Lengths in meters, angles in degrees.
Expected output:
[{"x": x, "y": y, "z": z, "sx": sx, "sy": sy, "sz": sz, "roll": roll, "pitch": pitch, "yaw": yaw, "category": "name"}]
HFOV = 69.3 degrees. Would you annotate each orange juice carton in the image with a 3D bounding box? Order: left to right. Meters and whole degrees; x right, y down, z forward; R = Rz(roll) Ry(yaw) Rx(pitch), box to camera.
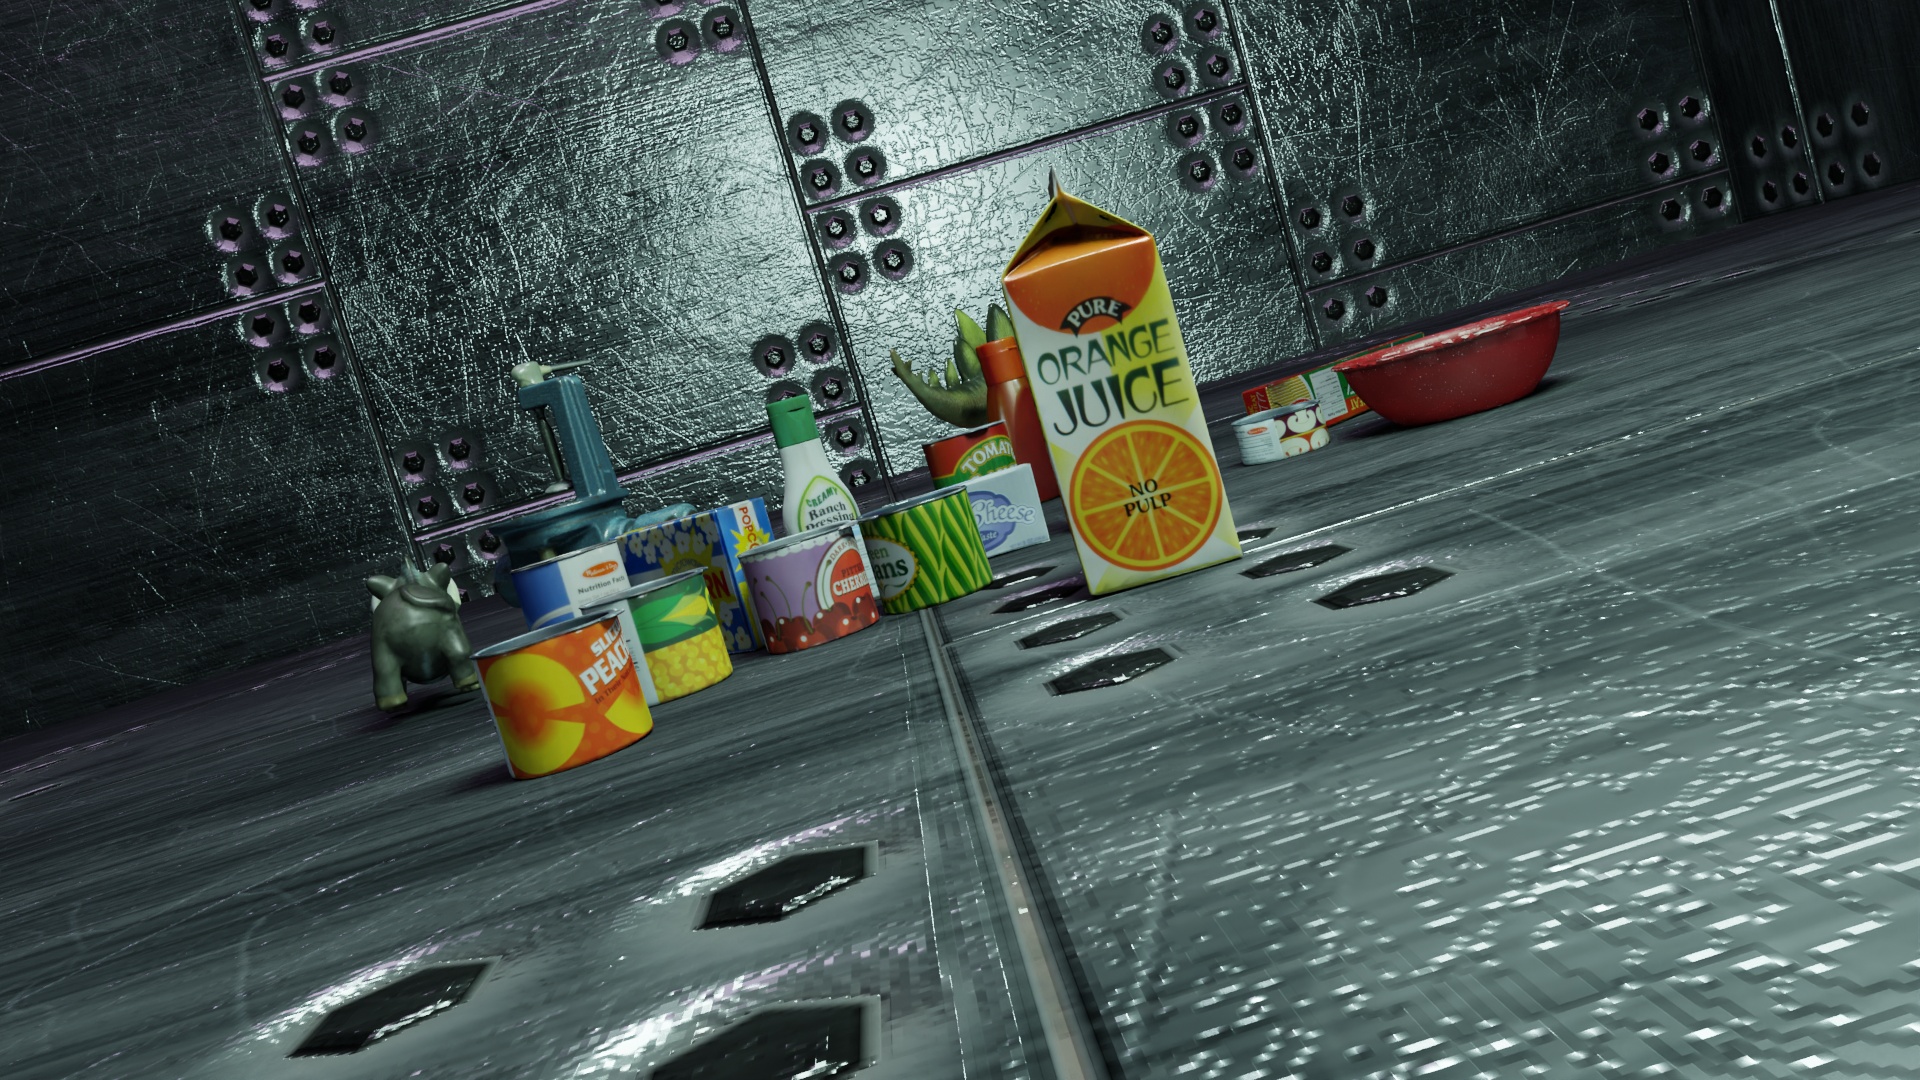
[{"x": 0.068, "y": -0.078, "z": 0.653, "sx": 0.073, "sy": 0.192, "sz": 0.072, "roll": -16, "pitch": 5, "yaw": 5, "category": "orange juice carton"}]

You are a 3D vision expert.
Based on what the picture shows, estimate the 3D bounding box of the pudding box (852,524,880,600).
[{"x": -0.075, "y": 0.018, "z": 0.876, "sx": 0.084, "sy": 0.049, "sz": 0.030, "roll": -17, "pitch": 5, "yaw": -11, "category": "pudding box"}]

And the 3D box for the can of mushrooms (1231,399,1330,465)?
[{"x": 0.238, "y": -0.080, "z": 1.023, "sx": 0.071, "sy": 0.033, "sz": 0.071, "roll": -16, "pitch": 5, "yaw": 2, "category": "can of mushrooms"}]

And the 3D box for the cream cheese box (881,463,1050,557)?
[{"x": 0.003, "y": -0.012, "z": 0.920, "sx": 0.104, "sy": 0.053, "sz": 0.024, "roll": -17, "pitch": 5, "yaw": -5, "category": "cream cheese box"}]

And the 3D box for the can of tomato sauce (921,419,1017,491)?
[{"x": 0.014, "y": -0.043, "z": 1.051, "sx": 0.071, "sy": 0.083, "sz": 0.071, "roll": -16, "pitch": 5, "yaw": 2, "category": "can of tomato sauce"}]

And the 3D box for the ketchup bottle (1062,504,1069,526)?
[{"x": 0.074, "y": -0.083, "z": 0.926, "sx": 0.043, "sy": 0.148, "sz": 0.065, "roll": -17, "pitch": 5, "yaw": -1, "category": "ketchup bottle"}]

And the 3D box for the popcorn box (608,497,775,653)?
[{"x": -0.158, "y": 0.026, "z": 0.848, "sx": 0.038, "sy": 0.085, "sz": 0.126, "roll": -21, "pitch": 7, "yaw": -43, "category": "popcorn box"}]

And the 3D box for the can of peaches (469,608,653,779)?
[{"x": -0.175, "y": 0.067, "z": 0.621, "sx": 0.071, "sy": 0.058, "sz": 0.071, "roll": -16, "pitch": 5, "yaw": 2, "category": "can of peaches"}]

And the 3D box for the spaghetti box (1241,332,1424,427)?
[{"x": 0.325, "y": -0.129, "z": 1.173, "sx": 0.251, "sy": 0.050, "sz": 0.028, "roll": -21, "pitch": 7, "yaw": -41, "category": "spaghetti box"}]

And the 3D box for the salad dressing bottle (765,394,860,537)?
[{"x": -0.123, "y": -0.045, "z": 1.145, "sx": 0.064, "sy": 0.147, "sz": 0.044, "roll": -19, "pitch": 5, "yaw": -25, "category": "salad dressing bottle"}]

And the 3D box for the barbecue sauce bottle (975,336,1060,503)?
[{"x": 0.051, "y": -0.106, "z": 1.237, "sx": 0.043, "sy": 0.148, "sz": 0.065, "roll": -12, "pitch": 7, "yaw": 45, "category": "barbecue sauce bottle"}]

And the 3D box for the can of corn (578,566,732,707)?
[{"x": -0.157, "y": 0.051, "z": 0.731, "sx": 0.071, "sy": 0.058, "sz": 0.071, "roll": -16, "pitch": 5, "yaw": 2, "category": "can of corn"}]

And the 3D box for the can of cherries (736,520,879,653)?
[{"x": -0.082, "y": 0.025, "z": 0.772, "sx": 0.071, "sy": 0.058, "sz": 0.071, "roll": -16, "pitch": 5, "yaw": 2, "category": "can of cherries"}]

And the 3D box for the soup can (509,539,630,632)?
[{"x": -0.233, "y": 0.049, "z": 0.853, "sx": 0.071, "sy": 0.083, "sz": 0.071, "roll": -16, "pitch": 5, "yaw": 2, "category": "soup can"}]

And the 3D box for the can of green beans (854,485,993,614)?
[{"x": -0.020, "y": 0.005, "z": 0.794, "sx": 0.071, "sy": 0.057, "sz": 0.071, "roll": -16, "pitch": 5, "yaw": 2, "category": "can of green beans"}]
